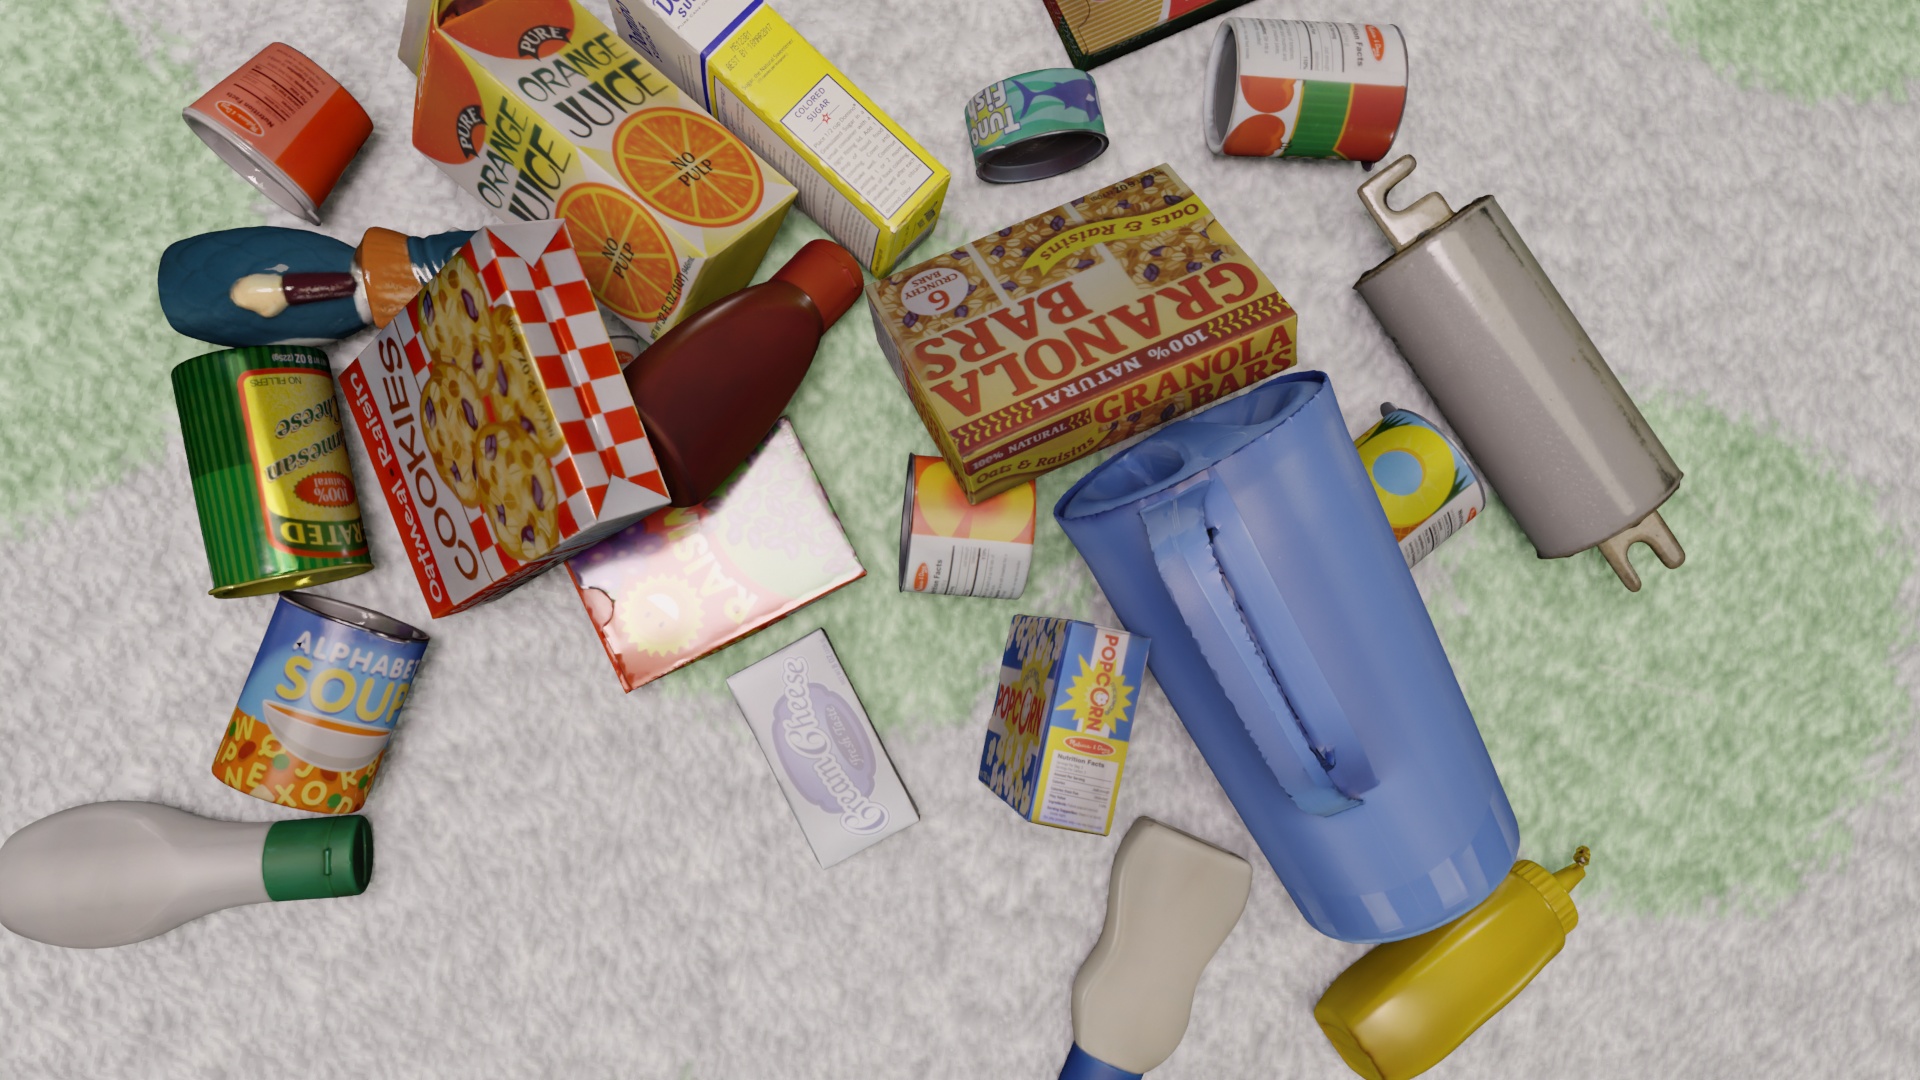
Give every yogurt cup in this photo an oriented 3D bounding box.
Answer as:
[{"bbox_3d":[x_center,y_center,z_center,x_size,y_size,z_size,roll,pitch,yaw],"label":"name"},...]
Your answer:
[{"bbox_3d":[-0.310,-0.190,0.639,0.072,0.072,0.054,36,76,-3],"label":"yogurt cup"}]

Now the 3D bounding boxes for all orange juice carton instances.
[{"bbox_3d":[-0.178,-0.184,0.634,0.192,0.071,0.073,40,49,-2],"label":"orange juice carton"}]

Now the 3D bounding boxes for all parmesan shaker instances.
[{"bbox_3d":[-0.311,-0.031,0.623,0.071,0.071,0.103,-13,88,-6],"label":"parmesan shaker"}]

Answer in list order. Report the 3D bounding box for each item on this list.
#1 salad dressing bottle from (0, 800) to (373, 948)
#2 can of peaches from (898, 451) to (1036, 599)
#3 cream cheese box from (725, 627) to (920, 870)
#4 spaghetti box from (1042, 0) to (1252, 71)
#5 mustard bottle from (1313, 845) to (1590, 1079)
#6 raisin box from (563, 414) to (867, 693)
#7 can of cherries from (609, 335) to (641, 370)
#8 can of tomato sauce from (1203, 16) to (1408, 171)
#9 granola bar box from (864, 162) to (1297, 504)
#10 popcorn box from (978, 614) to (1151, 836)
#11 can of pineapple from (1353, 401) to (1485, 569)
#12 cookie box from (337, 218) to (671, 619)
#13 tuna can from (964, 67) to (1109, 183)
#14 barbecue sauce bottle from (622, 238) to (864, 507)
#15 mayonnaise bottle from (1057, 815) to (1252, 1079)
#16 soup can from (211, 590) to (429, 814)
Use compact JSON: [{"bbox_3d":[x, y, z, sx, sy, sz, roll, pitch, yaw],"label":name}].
[{"bbox_3d":[-0.345,0.147,0.624,0.148,0.044,0.064,-3,85,-7],"label":"salad dressing bottle"},{"bbox_3d":[0.002,-0.008,0.657,0.058,0.071,0.071,5,86,-5],"label":"can of peaches"},{"bbox_3d":[-0.066,0.099,0.664,0.053,0.024,0.104,-28,89,-5],"label":"cream cheese box"},{"bbox_3d":[0.162,-0.311,0.710,0.250,0.028,0.050,-25,89,-7],"label":"spaghetti box"},{"bbox_3d":[0.248,0.198,0.670,0.160,0.065,0.049,-32,86,-10],"label":"mustard bottle"},{"bbox_3d":[-0.118,0.007,0.657,0.123,0.040,0.086,-26,90,-6],"label":"raisin box"},{"bbox_3d":[-0.173,-0.056,0.644,0.071,0.071,0.058,-20,90,-6],"label":"can of cherries"},{"bbox_3d":[0.168,-0.221,0.688,0.083,0.071,0.071,1,87,-5],"label":"can of tomato sauce"},{"bbox_3d":[0.054,-0.101,0.649,0.166,0.039,0.125,-24,53,-7],"label":"granola bar box"},{"bbox_3d":[0.044,0.079,0.625,0.038,0.126,0.085,12,86,-8],"label":"popcorn box"},{"bbox_3d":[0.209,-0.023,0.679,0.058,0.071,0.071,-38,91,-6],"label":"can of pineapple"},{"bbox_3d":[-0.200,-0.046,0.596,0.040,0.167,0.123,-20,88,-45],"label":"cookie box"},{"bbox_3d":[0.034,-0.199,0.670,0.071,0.071,0.033,-12,87,-6],"label":"tuna can"},{"bbox_3d":[-0.098,-0.083,0.632,0.149,0.043,0.064,-52,129,-35],"label":"barbecue sauce bottle"},{"bbox_3d":[0.085,0.211,0.664,0.065,0.041,0.148,24,86,-2],"label":"mayonnaise bottle"},{"bbox_3d":[-0.284,0.073,0.620,0.071,0.071,0.084,20,86,-4],"label":"soup can"}]
